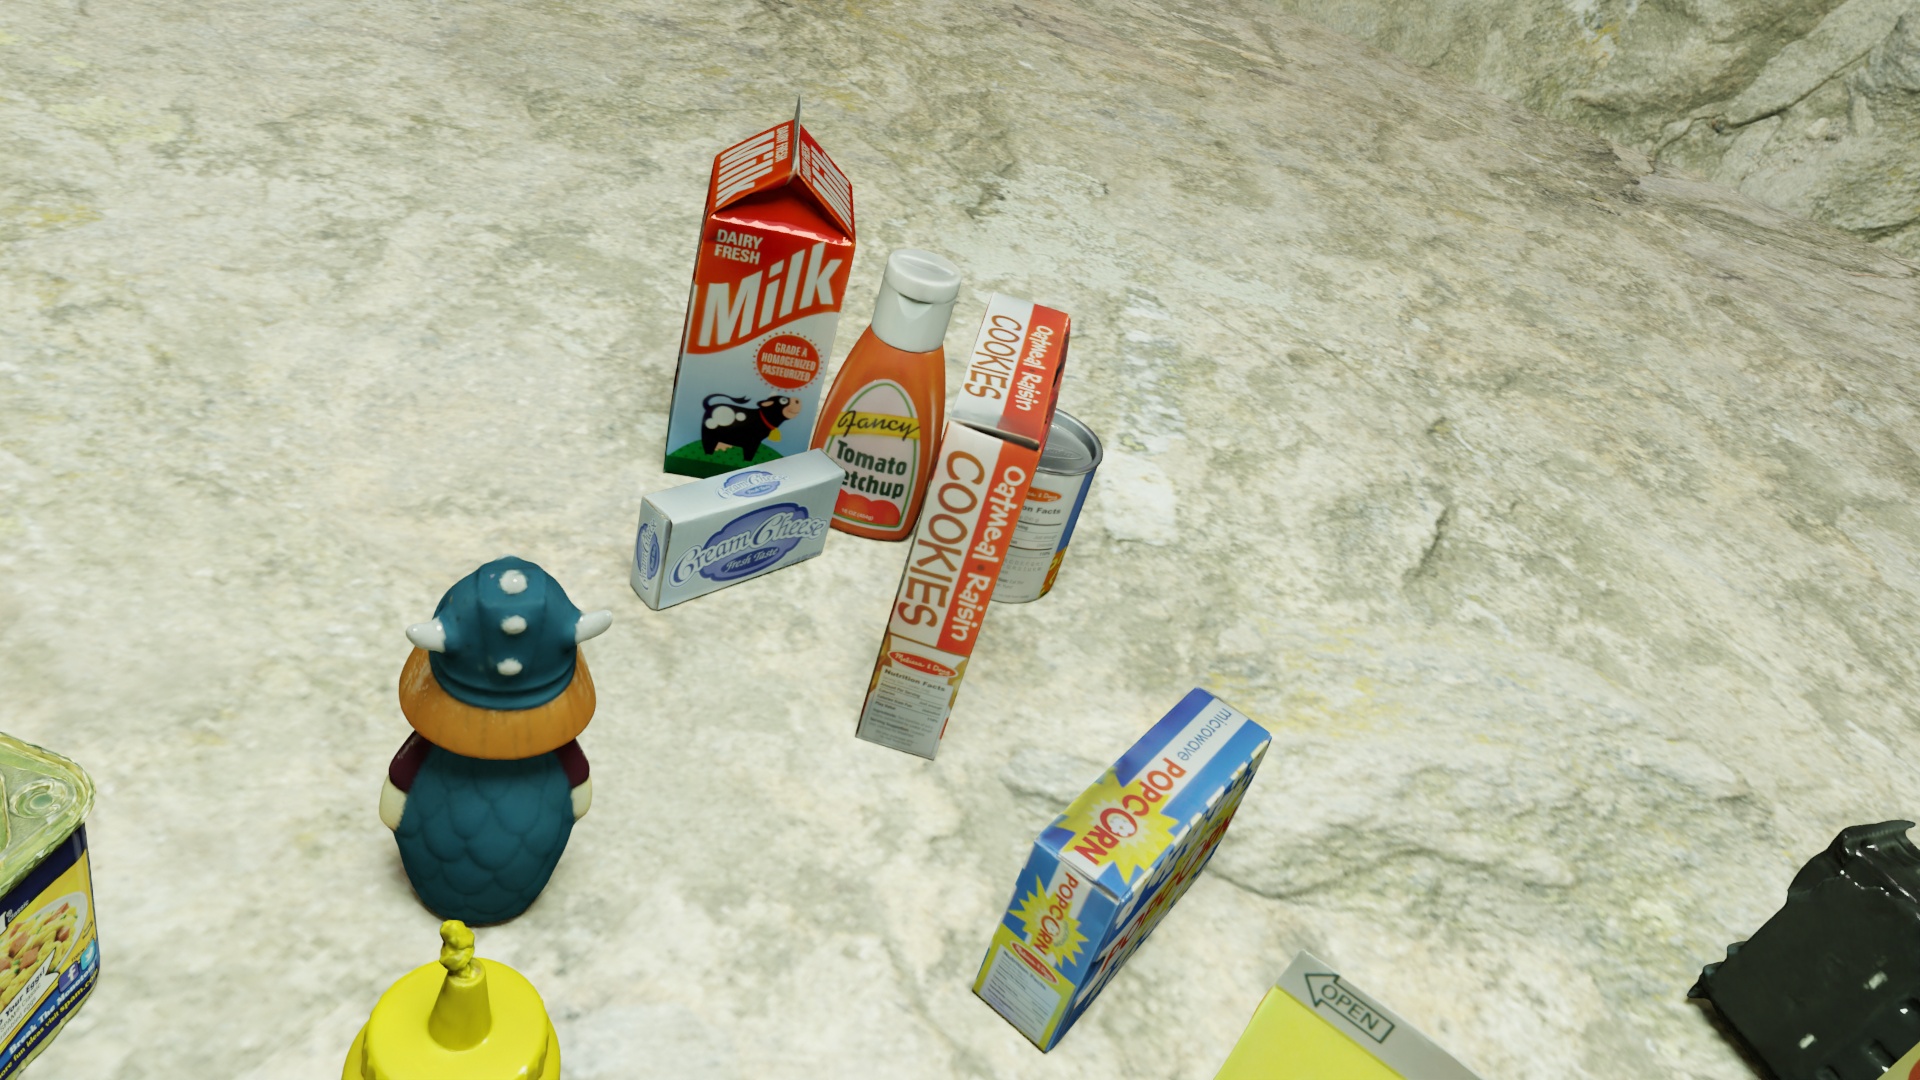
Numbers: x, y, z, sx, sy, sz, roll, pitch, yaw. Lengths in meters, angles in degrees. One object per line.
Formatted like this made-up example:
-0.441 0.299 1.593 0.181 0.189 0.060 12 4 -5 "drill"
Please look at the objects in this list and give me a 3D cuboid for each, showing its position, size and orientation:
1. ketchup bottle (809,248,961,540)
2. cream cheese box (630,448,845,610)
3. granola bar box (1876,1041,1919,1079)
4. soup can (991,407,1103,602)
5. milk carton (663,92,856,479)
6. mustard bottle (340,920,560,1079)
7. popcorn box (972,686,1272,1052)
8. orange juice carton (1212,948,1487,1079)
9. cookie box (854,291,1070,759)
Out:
-0.036 -0.072 0.695 0.065 0.148 0.044 16 34 -3 "ketchup bottle"
-0.104 -0.006 0.656 0.104 0.053 0.024 -20 49 -42 "cream cheese box"
0.332 0.251 0.431 0.039 0.123 0.166 15 34 -5 "granola bar box"
0.029 -0.022 0.711 0.071 0.083 0.072 12 34 -9 "soup can"
-0.099 -0.124 0.701 0.073 0.189 0.073 9 35 -13 "milk carton"
-0.124 0.148 0.335 0.049 0.159 0.066 17 34 -2 "mustard bottle"
0.064 0.120 0.526 0.038 0.084 0.127 33 37 21 "popcorn box"
0.078 0.183 0.350 0.072 0.191 0.073 33 37 21 "orange juice carton"
0.002 -0.008 0.605 0.040 0.166 0.123 17 34 -1 "cookie box"
